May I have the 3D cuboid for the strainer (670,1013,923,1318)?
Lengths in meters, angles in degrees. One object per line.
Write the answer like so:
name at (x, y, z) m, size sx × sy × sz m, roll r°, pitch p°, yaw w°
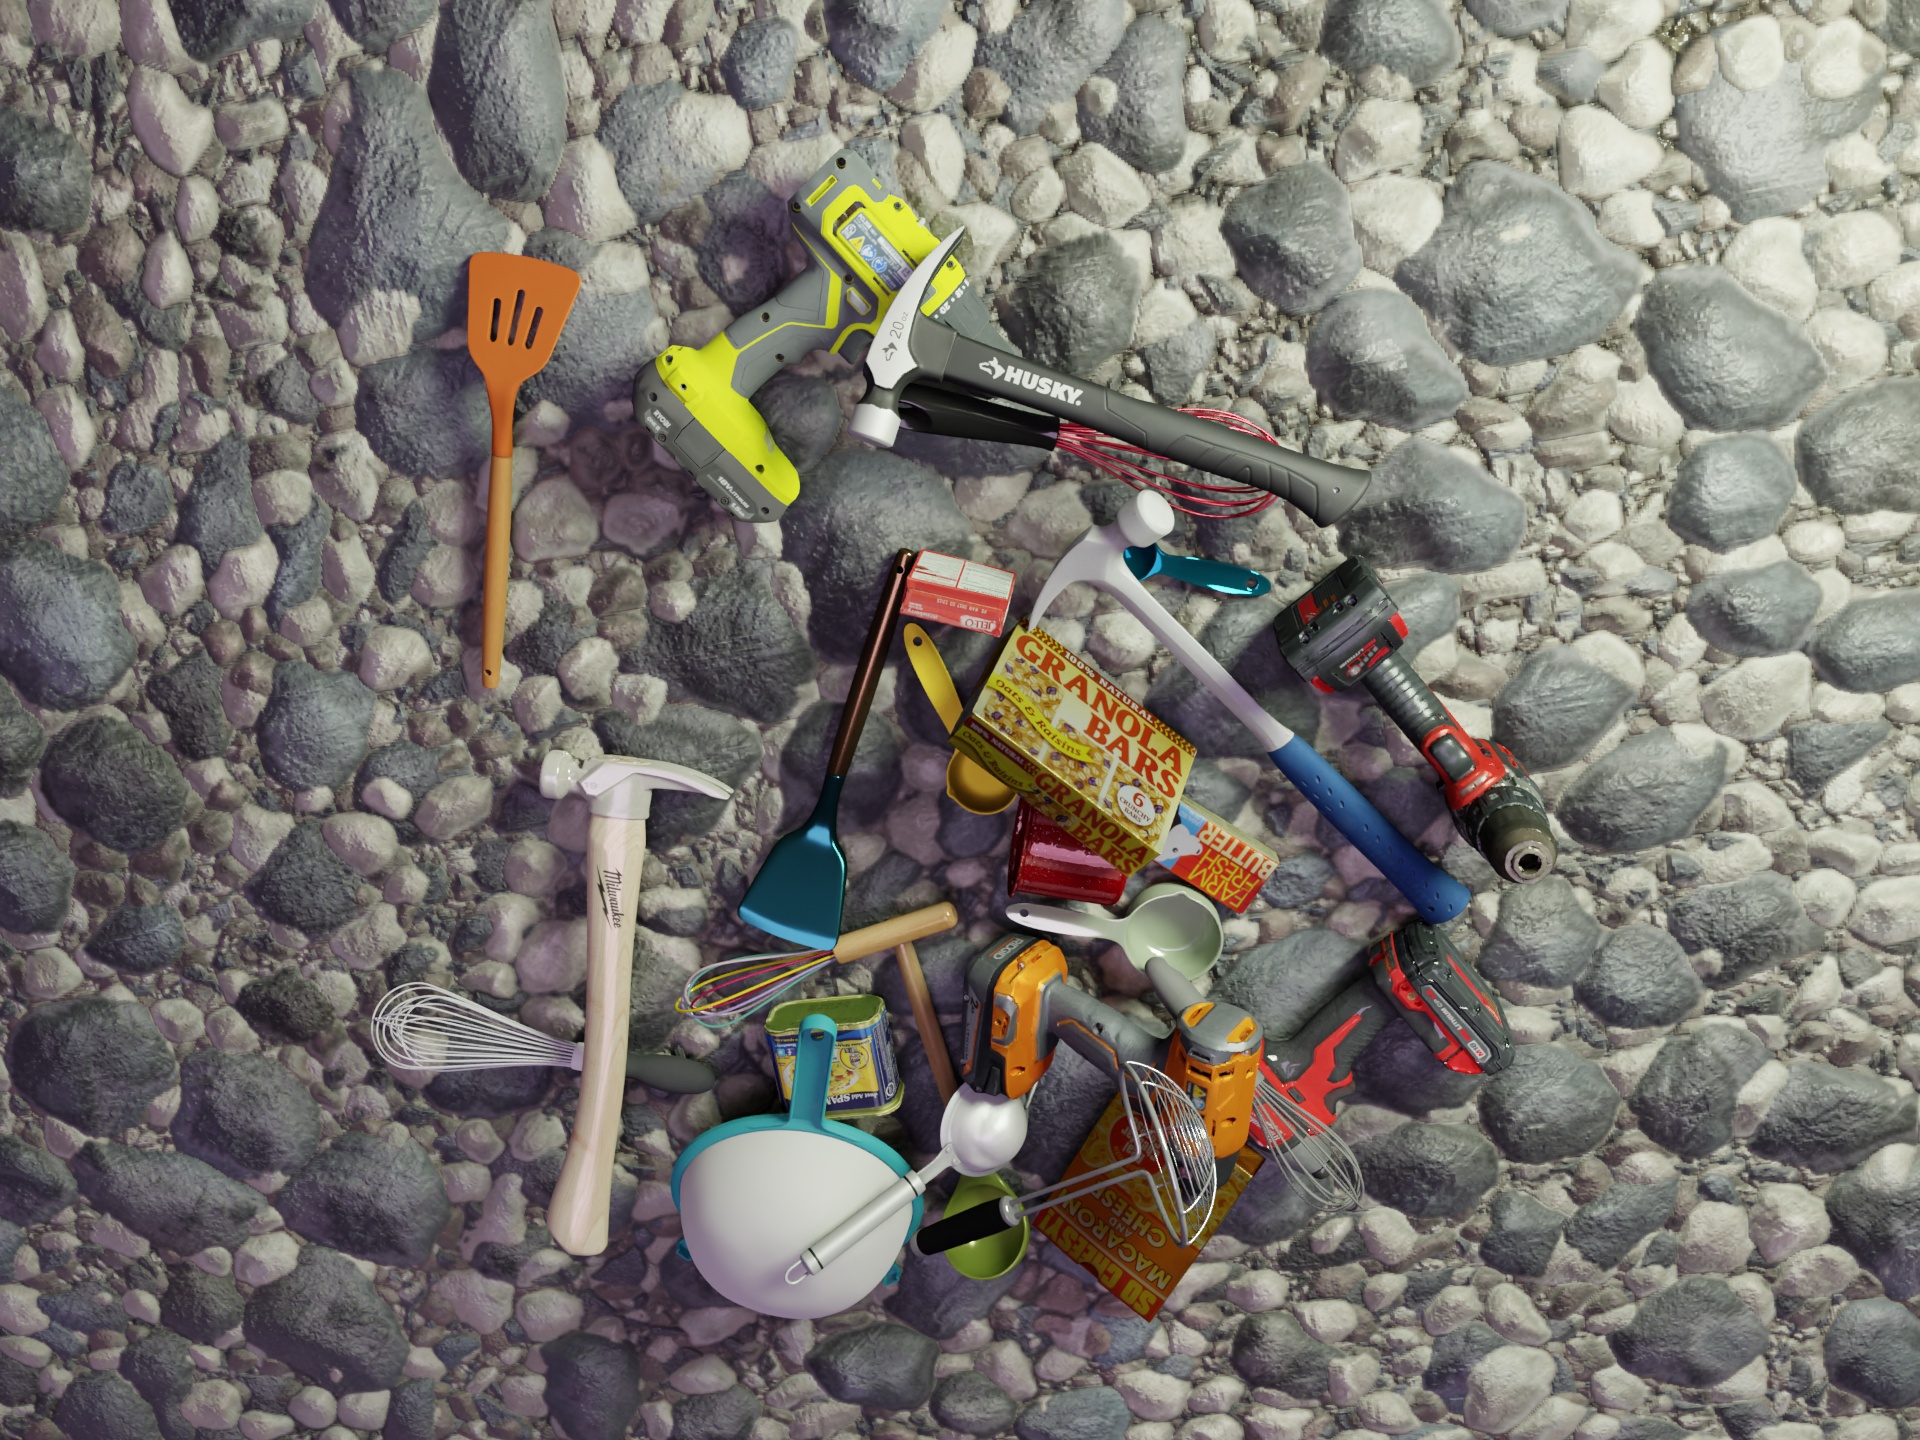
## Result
strainer at (-0.129, 0.372, 1.251) m, size 0.211 × 0.095 × 0.340 m, roll 8°, pitch 129°, yaw -2°

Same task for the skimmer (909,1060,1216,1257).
skimmer at (0.054, 0.352, 1.172) m, size 0.363 × 0.090 × 0.127 m, roll -36°, pitch 64°, yaw 42°

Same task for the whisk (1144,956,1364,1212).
whisk at (0.219, 0.272, 1.194) m, size 0.055 × 0.055 × 0.239 m, roll -42°, pitch 82°, yaw 18°

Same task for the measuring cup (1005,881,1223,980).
measuring cup at (0.119, 0.154, 1.231) m, size 0.167 × 0.038 × 0.083 m, roll 9°, pitch 110°, yaw 5°

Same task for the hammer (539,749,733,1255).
hammer at (-0.271, 0.231, 1.262) m, size 0.146 × 0.038 × 0.410 m, roll 7°, pitch 101°, yaw 1°

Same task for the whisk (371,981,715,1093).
whisk at (-0.343, 0.271, 1.312) m, size 0.284 × 0.070 × 0.070 m, roll 11°, pitch 111°, yaw -4°

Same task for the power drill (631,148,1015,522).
power drill at (-0.092, -0.243, 1.088) m, size 0.228 × 0.080 × 0.190 m, roll -40°, pitch 108°, yaw 15°

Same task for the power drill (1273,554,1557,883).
power drill at (0.317, 0.006, 1.080) m, size 0.080 × 0.188 × 0.226 m, roll -40°, pitch 97°, yaw 16°

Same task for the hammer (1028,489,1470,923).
hammer at (0.220, 0.010, 1.152) m, size 0.405 × 0.035 × 0.144 m, roll 43°, pitch 135°, yaw -15°

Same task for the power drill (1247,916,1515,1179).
power drill at (0.306, 0.263, 1.232) m, size 0.219 × 0.079 × 0.143 m, roll -37°, pitch 101°, yaw 20°

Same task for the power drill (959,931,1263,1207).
power drill at (0.112, 0.265, 1.199) m, size 0.227 × 0.084 × 0.164 m, roll 17°, pitch 117°, yaw 30°

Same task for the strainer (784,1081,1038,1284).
strainer at (-0.028, 0.358, 1.239) m, size 0.258 × 0.050 × 0.086 m, roll -33°, pitch 112°, yaw -19°

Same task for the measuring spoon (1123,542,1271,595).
measuring spoon at (0.161, -0.111, 1.145) m, size 0.128 × 0.021 × 0.042 m, roll 12°, pitch 110°, yaw -8°

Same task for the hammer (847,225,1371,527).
hammer at (0.106, -0.202, 1.029) m, size 0.334 × 0.035 × 0.146 m, roll 18°, pitch 92°, yaw -4°

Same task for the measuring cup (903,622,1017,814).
measuring cup at (-0.002, -0.004, 1.197) m, size 0.062 × 0.029 × 0.156 m, roll -25°, pitch 94°, yaw 15°

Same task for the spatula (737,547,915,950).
spatula at (-0.087, 0.021, 1.199) m, size 0.082 × 0.044 × 0.317 m, roll 20°, pitch 110°, yaw 3°

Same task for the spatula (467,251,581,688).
spatula at (-0.334, -0.174, 1.167) m, size 0.081 × 0.041 × 0.322 m, roll 12°, pitch 115°, yaw 1°

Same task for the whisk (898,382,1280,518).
whisk at (0.083, -0.191, 1.074) m, size 0.295 × 0.073 × 0.073 m, roll 9°, pitch 111°, yaw -9°

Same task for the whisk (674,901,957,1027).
whisk at (-0.116, 0.191, 1.252) m, size 0.245 × 0.047 × 0.051 m, roll -20°, pitch 77°, yaw 14°

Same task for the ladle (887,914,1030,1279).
ladle at (-0.012, 0.308, 1.290) m, size 0.078 × 0.062 × 0.320 m, roll -11°, pitch 106°, yaw 21°
